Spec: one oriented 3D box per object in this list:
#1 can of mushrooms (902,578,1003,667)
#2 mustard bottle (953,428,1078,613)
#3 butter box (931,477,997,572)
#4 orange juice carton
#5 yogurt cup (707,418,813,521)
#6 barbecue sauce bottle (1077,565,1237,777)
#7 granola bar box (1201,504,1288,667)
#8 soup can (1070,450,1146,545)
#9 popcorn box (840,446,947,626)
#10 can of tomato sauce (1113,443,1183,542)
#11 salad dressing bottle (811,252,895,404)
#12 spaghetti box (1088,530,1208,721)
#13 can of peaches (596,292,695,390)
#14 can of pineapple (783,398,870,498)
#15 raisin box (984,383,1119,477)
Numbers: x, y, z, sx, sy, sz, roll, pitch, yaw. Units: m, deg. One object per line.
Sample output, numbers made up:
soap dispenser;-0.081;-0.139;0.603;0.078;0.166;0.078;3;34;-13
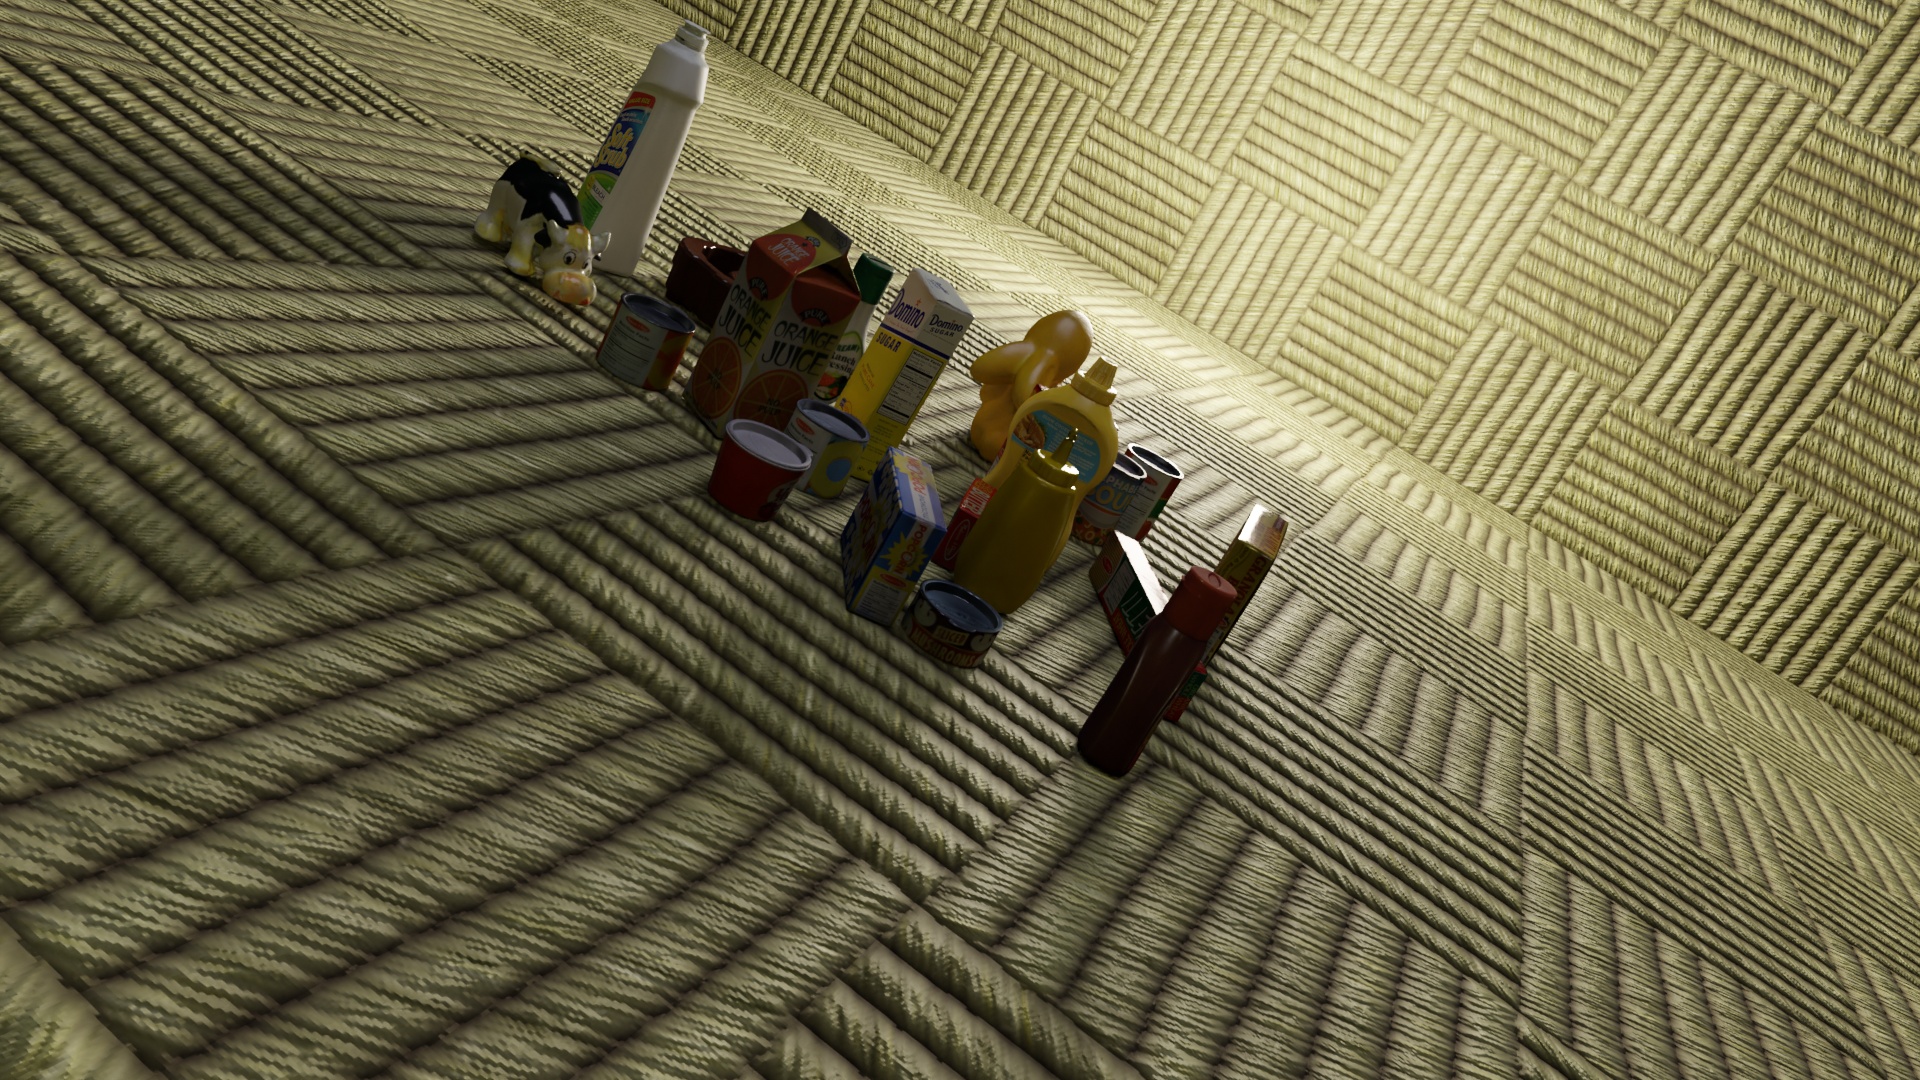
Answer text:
can of mushrooms;-0.006;0.060;0.990;0.071;0.033;0.071;26;19;-9
mustard bottle;0.053;-0.019;1.080;0.065;0.159;0.049;19;21;-29
butter box;0.004;-0.015;1.163;0.024;0.053;0.104;29;19;0
orange juice carton;-0.149;-0.176;1.143;0.073;0.192;0.072;10;27;-45
yogurt cup;-0.152;-0.051;1.032;0.072;0.053;0.072;26;19;-10
barbecue sauce bottle;0.133;0.087;0.942;0.044;0.148;0.065;30;18;1
granola bar box;0.243;0.041;1.250;0.039;0.123;0.166;32;19;8
soup can;0.137;-0.045;1.382;0.071;0.083;0.071;26;19;-10
popcorn box;-0.051;-0.005;1.011;0.038;0.085;0.127;24;20;-17
can of tomato sauce;0.186;-0.050;1.465;0.071;0.082;0.071;26;19;-10
salad dressing bottle;-0.112;-0.203;1.333;0.064;0.147;0.044;14;24;-39
spaghetti box;0.154;0.067;1.174;0.029;0.050;0.251;24;20;-16
can of peaches;-0.262;-0.166;1.164;0.071;0.058;0.071;26;19;-10
can of pineapple;-0.114;-0.075;1.141;0.071;0.057;0.071;26;19;-10
raisin box;0.083;-0.077;1.325;0.086;0.123;0.040;22;20;-19
